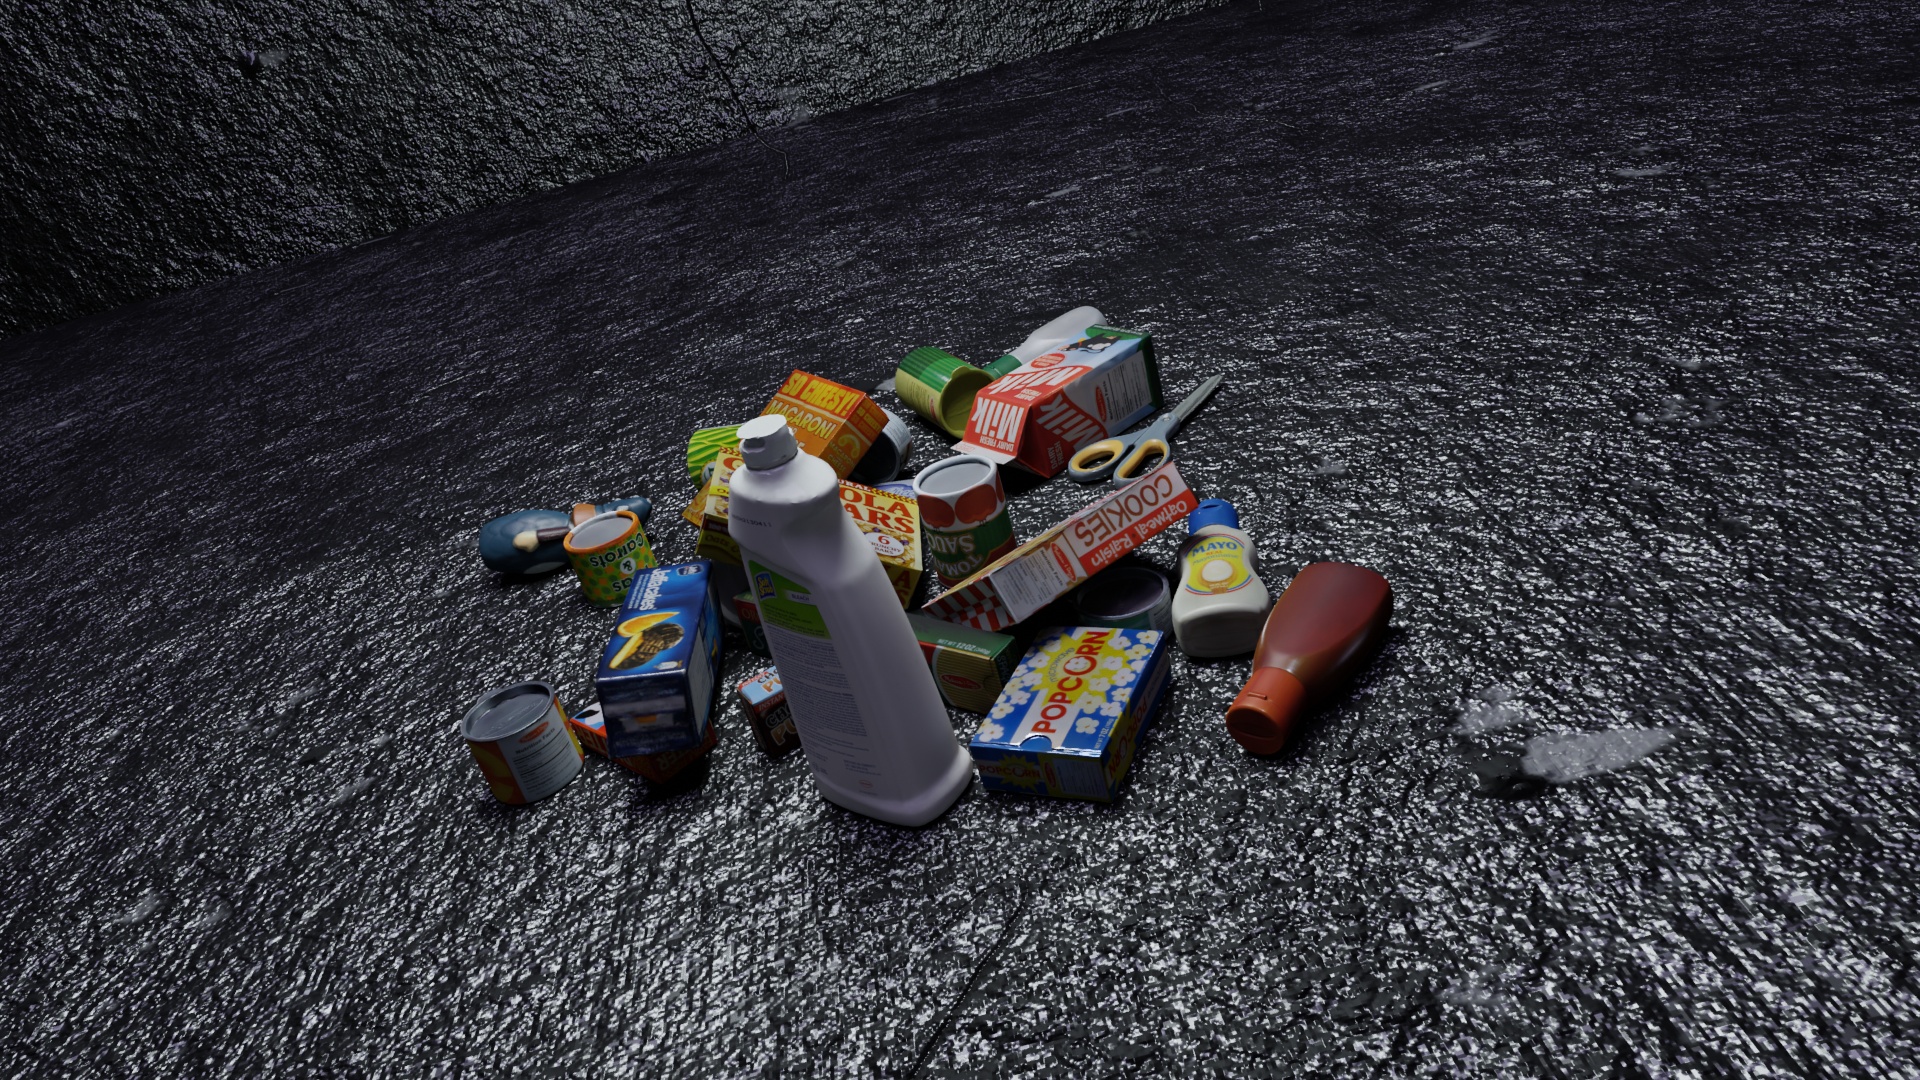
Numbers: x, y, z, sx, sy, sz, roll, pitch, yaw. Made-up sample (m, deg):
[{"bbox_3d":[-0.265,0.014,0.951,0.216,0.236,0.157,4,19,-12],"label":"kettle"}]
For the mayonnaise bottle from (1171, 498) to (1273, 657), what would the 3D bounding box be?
[{"bbox_3d":[0.175,0.022,0.946,0.065,0.041,0.149,-9,29,12],"label":"mayonnaise bottle"}]

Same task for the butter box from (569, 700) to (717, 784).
[{"bbox_3d":[-0.220,0.132,0.964,0.103,0.024,0.053,14,38,43],"label":"butter box"}]

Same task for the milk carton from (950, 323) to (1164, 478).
[{"bbox_3d":[0.083,-0.115,1.210,0.191,0.073,0.072,-33,32,-29],"label":"milk carton"}]

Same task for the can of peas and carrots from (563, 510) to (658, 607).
[{"bbox_3d":[-0.294,0.016,1.177,0.071,0.058,0.071,-13,28,7],"label":"can of peas and carrots"}]

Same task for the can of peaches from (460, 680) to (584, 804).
[{"bbox_3d":[-0.302,0.138,0.958,0.071,0.057,0.071,-13,28,7],"label":"can of peaches"}]

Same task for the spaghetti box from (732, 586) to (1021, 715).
[{"bbox_3d":[-0.062,0.072,0.965,0.250,0.050,0.029,10,35,39],"label":"spaghetti box"}]

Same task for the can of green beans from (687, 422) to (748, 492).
[{"bbox_3d":[-0.213,-0.075,1.294,0.058,0.071,0.071,-6,29,20],"label":"can of green beans"}]

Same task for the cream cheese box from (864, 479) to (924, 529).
[{"bbox_3d":[-0.067,-0.027,1.178,0.104,0.024,0.054,-6,28,16],"label":"cream cheese box"}]

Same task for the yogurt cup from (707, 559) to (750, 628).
[{"bbox_3d":[-0.158,0.029,1.081,0.072,0.072,0.054,-1,23,26],"label":"yogurt cup"}]

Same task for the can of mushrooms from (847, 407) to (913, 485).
[{"bbox_3d":[-0.079,-0.083,1.244,0.071,0.070,0.034,-1,31,26],"label":"can of mushrooms"}]

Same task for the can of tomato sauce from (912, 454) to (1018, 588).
[{"bbox_3d":[0.004,-0.013,1.053,0.071,0.082,0.071,-12,27,6],"label":"can of tomato sauce"}]

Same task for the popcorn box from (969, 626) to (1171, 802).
[{"bbox_3d":[0.071,0.103,0.855,0.085,0.038,0.127,1,32,27],"label":"popcorn box"}]

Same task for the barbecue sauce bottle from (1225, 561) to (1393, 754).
[{"bbox_3d":[0.208,0.069,0.841,0.065,0.043,0.149,10,38,35],"label":"barbecue sauce bottle"}]

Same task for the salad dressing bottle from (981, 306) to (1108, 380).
[{"bbox_3d":[0.080,-0.182,1.366,0.148,0.043,0.064,-32,34,-27],"label":"salad dressing bottle"}]

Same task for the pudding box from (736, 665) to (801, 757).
[{"bbox_3d":[-0.103,0.102,0.932,0.084,0.049,0.030,-28,31,-22],"label":"pudding box"}]

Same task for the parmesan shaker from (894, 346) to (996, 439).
[{"bbox_3d":[-0.013,-0.144,1.313,0.071,0.071,0.103,-25,29,-17],"label":"parmesan shaker"}]

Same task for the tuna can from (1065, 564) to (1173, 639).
[{"bbox_3d":[0.109,0.048,0.942,0.071,0.032,0.071,-12,28,7],"label":"tuna can"}]

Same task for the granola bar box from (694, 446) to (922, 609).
[{"bbox_3d":[-0.115,-0.011,1.072,0.166,0.039,0.125,15,25,-11],"label":"granola bar box"}]

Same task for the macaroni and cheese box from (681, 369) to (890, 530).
[{"bbox_3d":[-0.151,-0.062,1.195,0.167,0.040,0.124,-53,39,-10],"label":"macaroni and cheese box"}]

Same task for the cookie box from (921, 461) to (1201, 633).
[{"bbox_3d":[0.069,0.013,0.964,0.168,0.040,0.122,-30,0,-26],"label":"cookie box"}]
